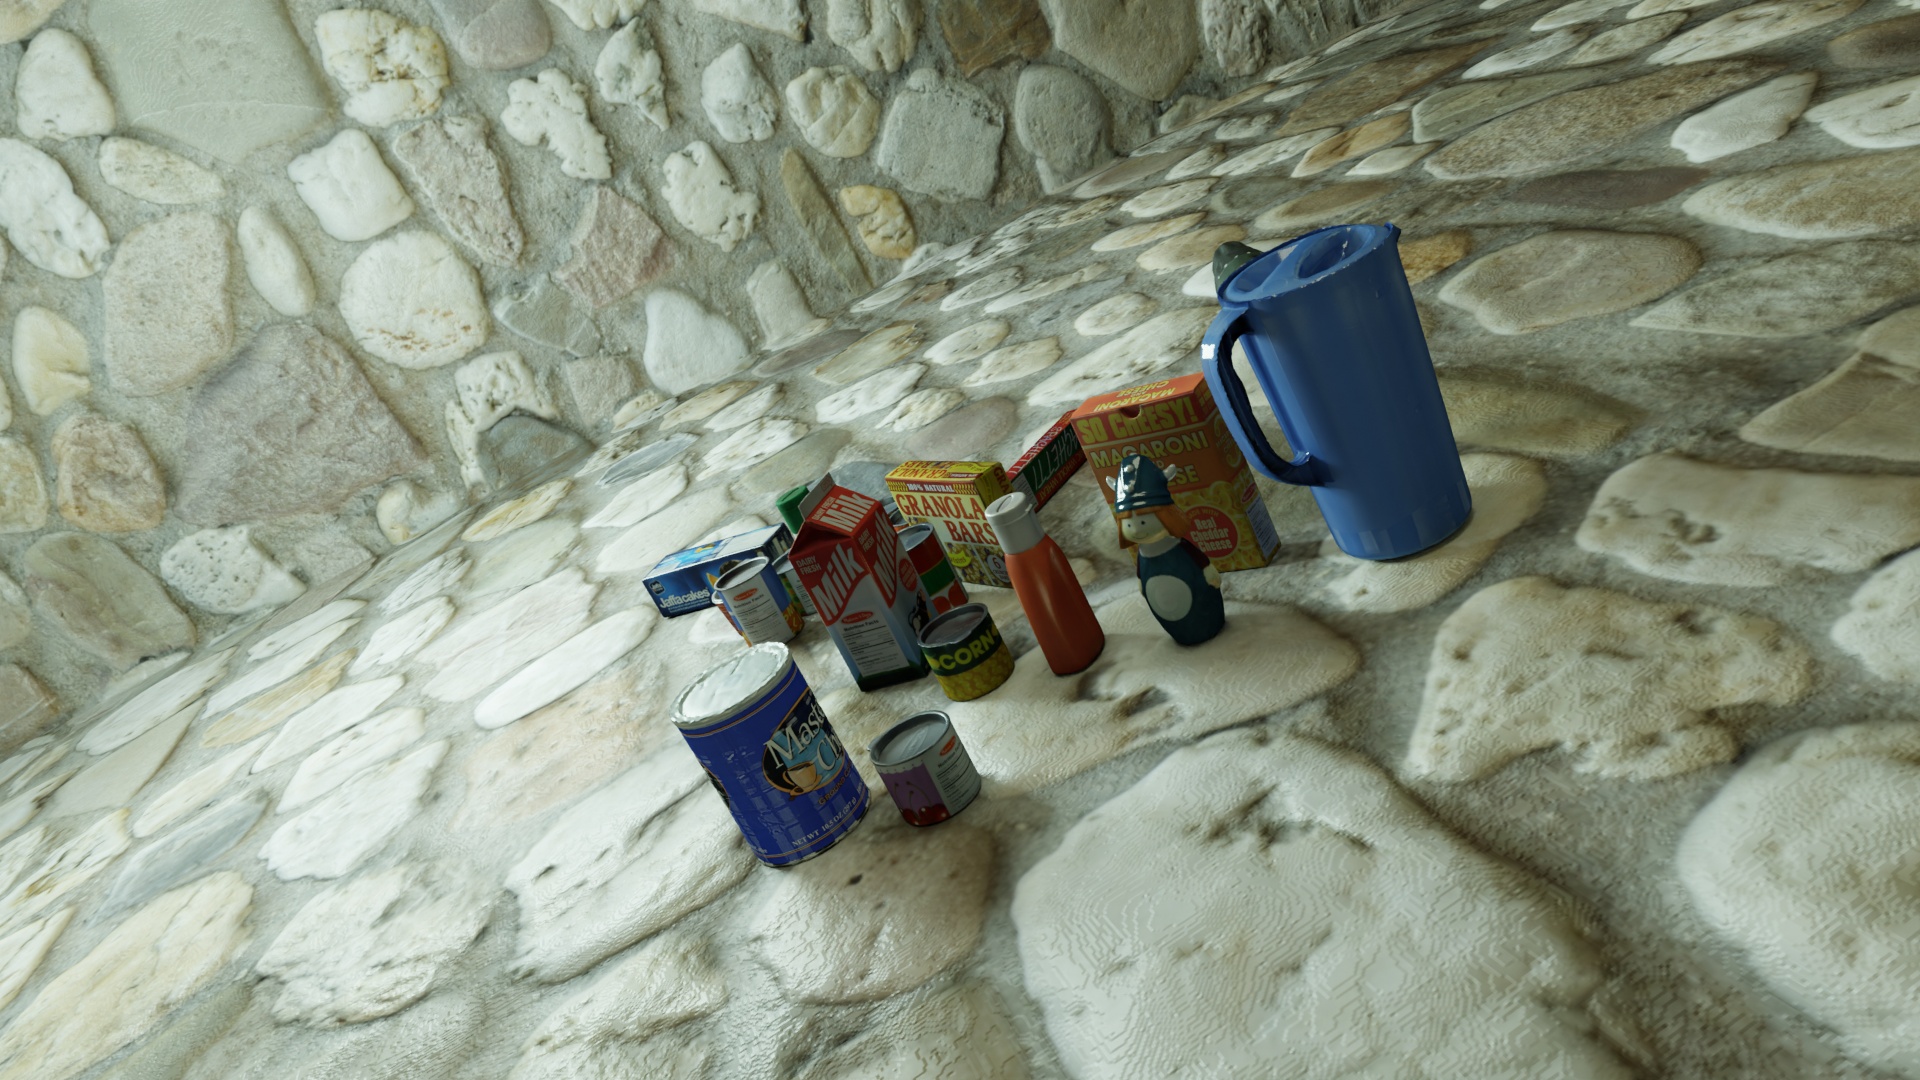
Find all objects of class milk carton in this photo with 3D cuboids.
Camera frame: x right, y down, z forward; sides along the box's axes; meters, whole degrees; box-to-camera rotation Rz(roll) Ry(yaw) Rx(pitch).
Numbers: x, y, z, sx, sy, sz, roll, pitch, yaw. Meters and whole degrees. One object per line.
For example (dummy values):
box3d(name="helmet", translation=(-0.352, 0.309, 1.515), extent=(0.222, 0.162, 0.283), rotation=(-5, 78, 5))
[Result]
box3d(name="milk carton", translation=(-0.090, 0.034, 1.255), extent=(0.073, 0.190, 0.073), rotation=(-17, 21, 27))

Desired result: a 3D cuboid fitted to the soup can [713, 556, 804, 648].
box3d(name="soup can", translation=(-0.215, 0.068, 1.490), extent=(0.071, 0.083, 0.071), rotation=(-24, 19, 9))

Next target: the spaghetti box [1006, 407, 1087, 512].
box3d(name="spaghetti box", translation=(0.080, -0.067, 1.508), extent=(0.028, 0.050, 0.251), rotation=(-9, 26, 42))

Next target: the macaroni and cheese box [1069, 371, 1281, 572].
box3d(name="macaroni and cheese box", translation=(0.180, -0.050, 1.162), extent=(0.123, 0.166, 0.040), rotation=(-10, 25, 40))

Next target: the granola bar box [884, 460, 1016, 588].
box3d(name="granola bar box", translation=(0.005, -0.017, 1.366), extent=(0.039, 0.124, 0.165), rotation=(-37, 22, -26))

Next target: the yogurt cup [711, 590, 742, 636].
box3d(name="yogurt cup", translation=(-0.236, 0.071, 1.555), extent=(0.072, 0.053, 0.072), rotation=(-24, 19, 9))

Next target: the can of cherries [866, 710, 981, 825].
box3d(name="can of cherries", translation=(-0.027, 0.169, 1.033), extent=(0.071, 0.058, 0.072), rotation=(-24, 19, 9))

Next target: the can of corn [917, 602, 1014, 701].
box3d(name="can of corn", translation=(0.006, 0.095, 1.178), extent=(0.071, 0.058, 0.071), rotation=(-24, 19, 9))

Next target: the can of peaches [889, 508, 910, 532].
box3d(name="can of peaches", translation=(-0.040, -0.008, 1.498), extent=(0.071, 0.058, 0.071), rotation=(-24, 19, 9))

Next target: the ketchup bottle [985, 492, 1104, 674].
box3d(name="ketchup bottle", translation=(0.067, 0.032, 1.123), extent=(0.043, 0.148, 0.065), rotation=(-15, 22, 31))

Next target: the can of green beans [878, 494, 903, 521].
box3d(name="can of green beans", translation=(-0.078, -0.011, 1.556), extent=(0.071, 0.057, 0.071), rotation=(-24, 19, 9))

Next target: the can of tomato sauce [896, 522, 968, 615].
box3d(name="can of tomato sauce", translation=(-0.040, 0.036, 1.351), extent=(0.071, 0.083, 0.071), rotation=(-24, 19, 9))

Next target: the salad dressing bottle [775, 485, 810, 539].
box3d(name="salad dressing bottle", translation=(-0.141, 0.014, 1.436), extent=(0.044, 0.147, 0.064), rotation=(-9, 26, 41))

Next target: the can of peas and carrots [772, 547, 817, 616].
box3d(name="can of peas and carrots", translation=(-0.171, 0.042, 1.537), extent=(0.071, 0.058, 0.071), rotation=(-24, 19, 9))
